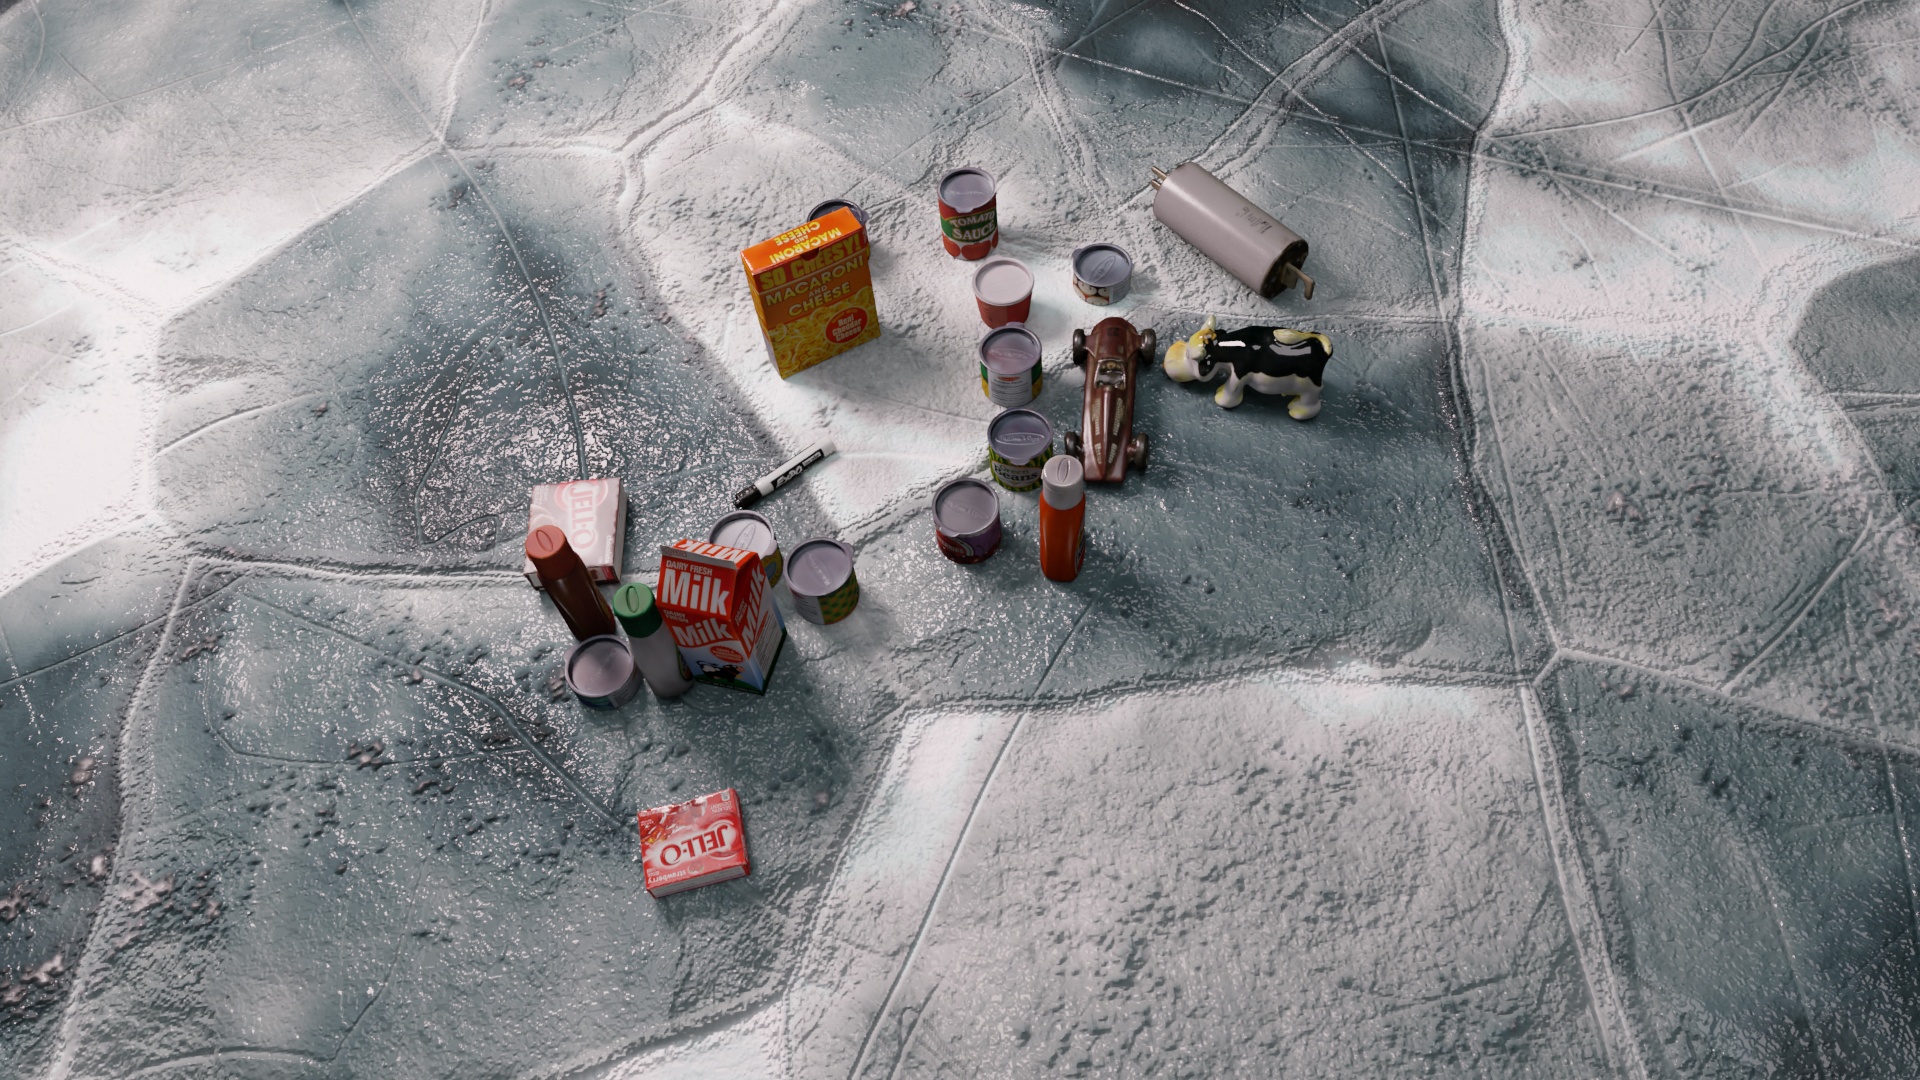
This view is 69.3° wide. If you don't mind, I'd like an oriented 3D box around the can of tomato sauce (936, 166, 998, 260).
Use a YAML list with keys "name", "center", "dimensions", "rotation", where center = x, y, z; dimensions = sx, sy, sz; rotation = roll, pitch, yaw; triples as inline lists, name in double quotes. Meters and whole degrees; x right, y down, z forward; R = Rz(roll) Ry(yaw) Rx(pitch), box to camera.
- name: "can of tomato sauce"
  center: [0.010, -0.367, 1.568]
  dimensions: [0.071, 0.082, 0.071]
  rotation: [-2, 58, 3]

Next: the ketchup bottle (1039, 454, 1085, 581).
- name: "ketchup bottle"
  center: [0.096, -0.024, 1.305]
  dimensions: [0.043, 0.148, 0.065]
  rotation: [6, 59, 8]

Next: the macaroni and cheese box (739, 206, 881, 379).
- name: "macaroni and cheese box"
  center: [-0.154, -0.257, 1.461]
  dimensions: [0.124, 0.165, 0.040]
  rotation: [-26, 60, -12]

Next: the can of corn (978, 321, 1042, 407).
- name: "can of corn"
  center: [0.054, -0.185, 1.464]
  dimensions: [0.071, 0.058, 0.071]
  rotation: [-2, 58, 3]

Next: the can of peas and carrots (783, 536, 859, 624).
- name: "can of peas and carrots"
  center: [-0.131, 0.038, 1.335]
  dimensions: [0.071, 0.058, 0.071]
  rotation: [-2, 58, 3]

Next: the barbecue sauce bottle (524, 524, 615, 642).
- name: "barbecue sauce bottle"
  center: [-0.366, 0.040, 1.298]
  dimensions: [0.044, 0.147, 0.065]
  rotation: [-31, 61, -14]

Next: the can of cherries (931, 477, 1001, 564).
- name: "can of cherries"
  center: [0.005, -0.017, 1.361]
  dimensions: [0.071, 0.058, 0.072]
  rotation: [-2, 58, 3]

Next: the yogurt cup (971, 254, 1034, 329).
- name: "yogurt cup"
  center: [0.047, -0.267, 1.519]
  dimensions: [0.072, 0.053, 0.073]
  rotation: [-2, 58, 3]

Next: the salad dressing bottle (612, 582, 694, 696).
- name: "salad dressing bottle"
  center: [-0.279, 0.090, 1.260]
  dimensions: [0.044, 0.147, 0.064]
  rotation: [-15, 58, -5]

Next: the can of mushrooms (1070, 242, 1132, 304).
- name: "can of mushrooms"
  center: [0.155, -0.297, 1.542]
  dimensions: [0.071, 0.033, 0.071]
  rotation: [-2, 58, 3]

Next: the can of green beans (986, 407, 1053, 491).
- name: "can of green beans"
  center: [0.061, -0.091, 1.404]
  dimensions: [0.071, 0.057, 0.071]
  rotation: [-2, 58, 3]

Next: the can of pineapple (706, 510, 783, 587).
- name: "can of pineapple"
  center: [-0.208, 0.014, 1.357]
  dimensions: [0.071, 0.057, 0.071]
  rotation: [-2, 58, 3]

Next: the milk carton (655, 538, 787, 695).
- name: "milk carton"
  center: [-0.216, 0.061, 1.249]
  dimensions: [0.072, 0.189, 0.074]
  rotation: [11, 59, 11]

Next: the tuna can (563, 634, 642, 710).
- name: "tuna can"
  center: [-0.339, 0.124, 1.311]
  dimensions: [0.071, 0.032, 0.071]
  rotation: [-2, 58, 3]

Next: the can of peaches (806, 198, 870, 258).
- name: "can of peaches"
  center: [-0.136, -0.344, 1.580]
  dimensions: [0.071, 0.057, 0.071]
  rotation: [-2, 58, 3]
